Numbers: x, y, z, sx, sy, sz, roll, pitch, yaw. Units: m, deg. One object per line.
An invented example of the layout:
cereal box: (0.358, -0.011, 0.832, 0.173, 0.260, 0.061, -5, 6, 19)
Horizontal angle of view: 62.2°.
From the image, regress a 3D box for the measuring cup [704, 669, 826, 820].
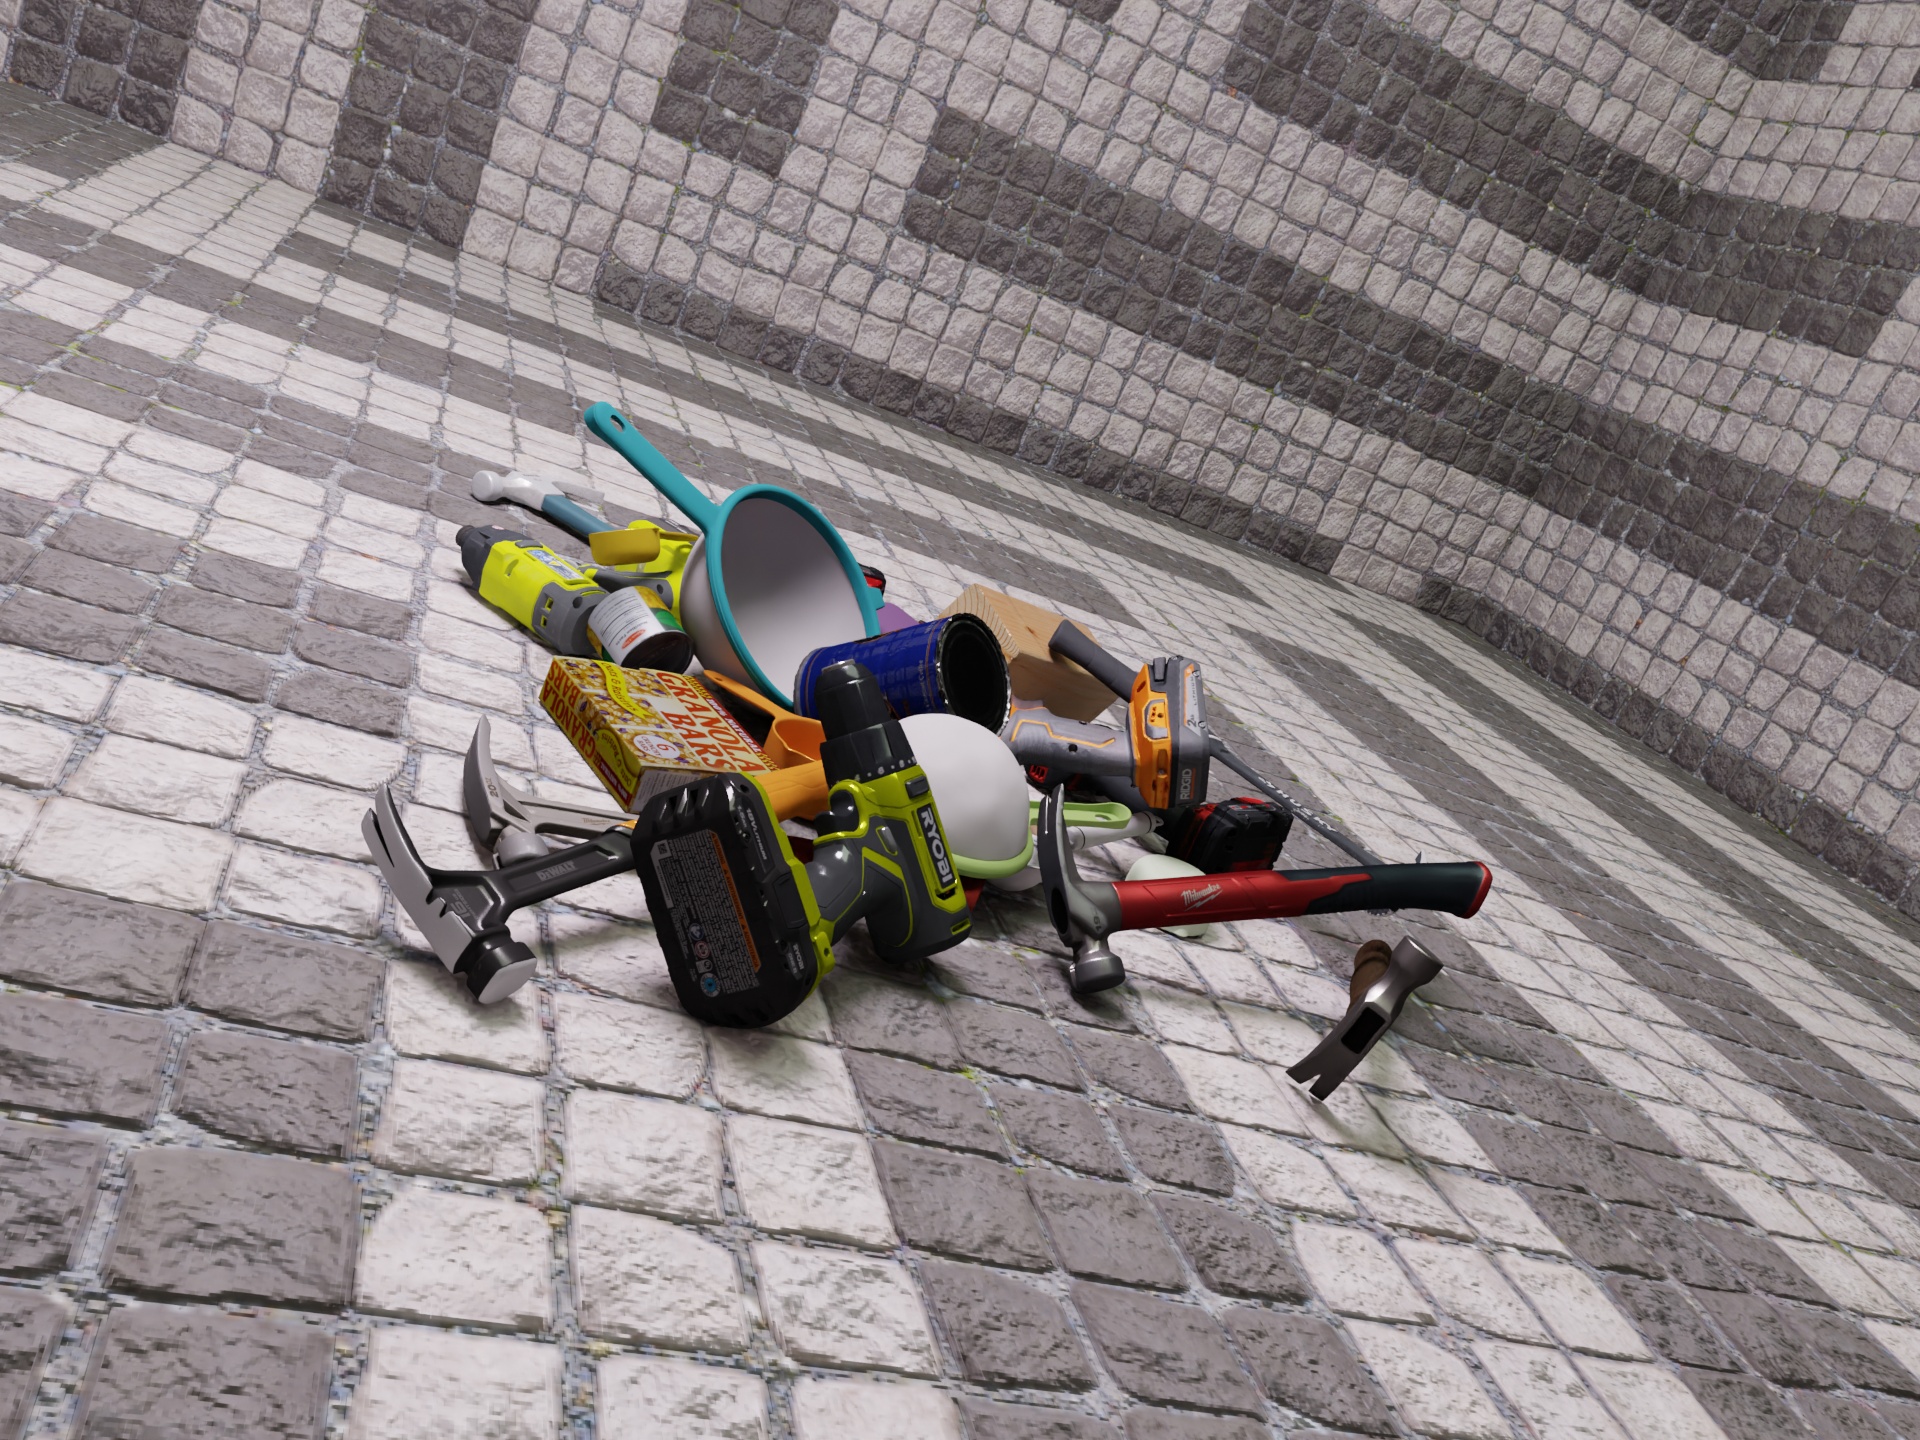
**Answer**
measuring cup: (-0.139, 0.020, 1.201, 0.174, 0.052, 0.095, 31, 18, 28)

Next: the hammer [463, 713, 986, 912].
hammer: (-0.140, 0.079, 1.034, 0.358, 0.036, 0.149, 13, 25, -33)

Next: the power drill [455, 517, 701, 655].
power drill: (-0.309, -0.123, 1.370, 0.171, 0.080, 0.223, 33, 22, 26)

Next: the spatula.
spatula: (-0.002, -0.004, 1.387, 0.059, 0.018, 0.316, -2, 43, -37)

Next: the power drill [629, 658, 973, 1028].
power drill: (-0.086, 0.068, 0.935, 0.080, 0.190, 0.228, -17, 1, 29)

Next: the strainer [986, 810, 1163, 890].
strainer: (0.082, 0.096, 1.236, 0.087, 0.050, 0.258, 27, 23, 37)

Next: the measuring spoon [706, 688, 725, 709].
measuring spoon: (-0.236, -0.019, 1.245, 0.124, 0.018, 0.034, 6, 25, -44)

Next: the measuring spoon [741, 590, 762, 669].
measuring spoon: (-0.185, -0.079, 1.390, 0.021, 0.011, 0.117, 15, 62, -39)

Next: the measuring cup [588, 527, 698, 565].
measuring cup: (-0.258, -0.144, 1.339, 0.062, 0.029, 0.156, -4, 3, 17)

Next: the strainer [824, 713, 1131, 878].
strainer: (0.038, 0.045, 1.159, 0.256, 0.069, 0.152, 6, 32, -37)

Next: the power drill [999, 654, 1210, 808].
power drill: (0.086, 0.001, 1.318, 0.226, 0.084, 0.164, -1, 45, 3)

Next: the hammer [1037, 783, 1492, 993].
hammer: (0.235, 0.113, 1.174, 0.386, 0.038, 0.143, -1, 66, -27)

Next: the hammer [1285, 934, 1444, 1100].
hammer: (0.299, 0.200, 1.172, 0.031, 0.130, 0.331, 39, 9, 13)

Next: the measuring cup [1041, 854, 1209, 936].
measuring cup: (0.129, 0.125, 1.258, 0.167, 0.038, 0.083, 16, 19, -21)

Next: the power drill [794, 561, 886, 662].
power drill: (-0.109, -0.085, 1.522, 0.143, 0.078, 0.220, 16, 21, -23)

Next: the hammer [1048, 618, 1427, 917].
hammer: (0.234, 0.030, 1.392, 0.409, 0.036, 0.149, 39, 21, 25)

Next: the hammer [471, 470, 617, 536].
hammer: (-0.318, -0.162, 1.546, 0.331, 0.033, 0.128, 31, 19, 23)

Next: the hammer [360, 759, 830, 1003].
hammer: (-0.179, 0.062, 0.929, 0.127, 0.034, 0.337, 48, 31, 17)

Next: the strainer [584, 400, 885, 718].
strainer: (-0.202, -0.120, 1.292, 0.340, 0.095, 0.211, 45, 38, -33)

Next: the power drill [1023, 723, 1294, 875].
power drill: (0.187, 0.069, 1.452, 0.227, 0.080, 0.187, 32, 18, 34)
